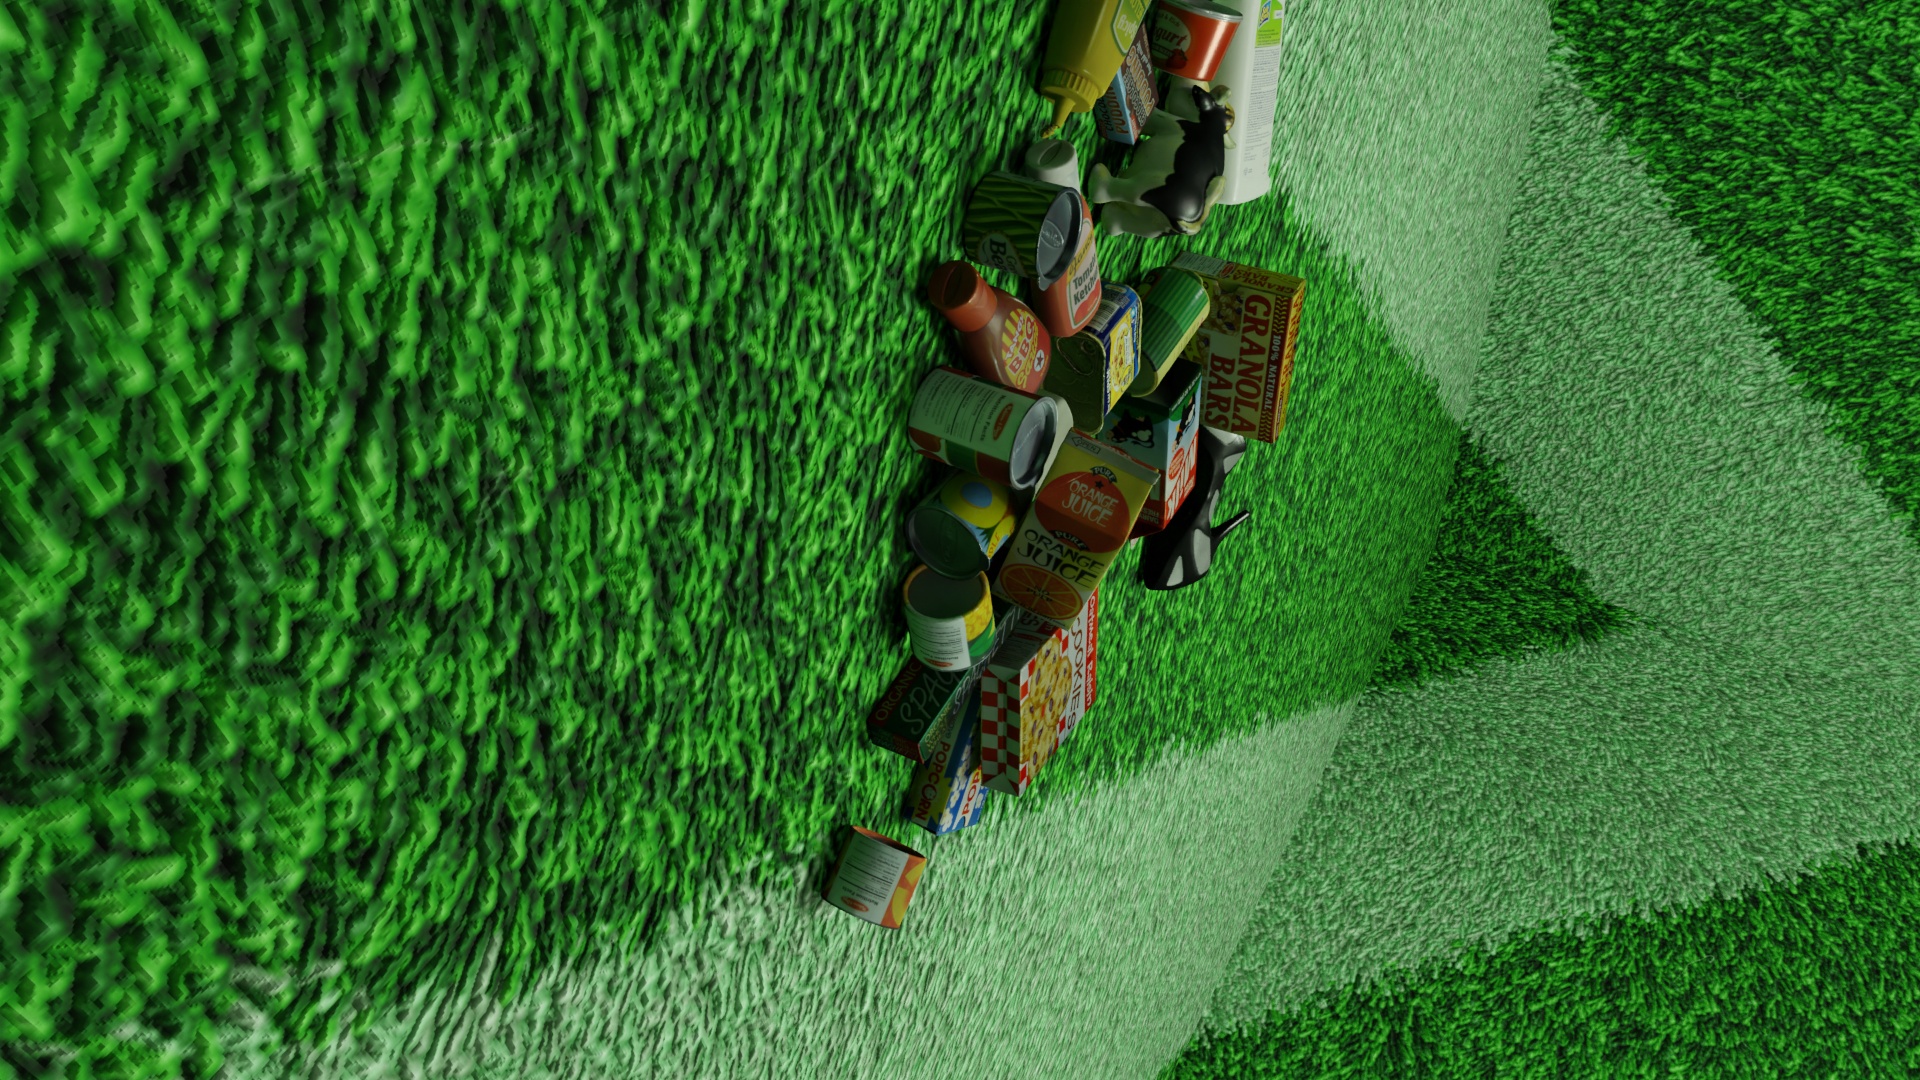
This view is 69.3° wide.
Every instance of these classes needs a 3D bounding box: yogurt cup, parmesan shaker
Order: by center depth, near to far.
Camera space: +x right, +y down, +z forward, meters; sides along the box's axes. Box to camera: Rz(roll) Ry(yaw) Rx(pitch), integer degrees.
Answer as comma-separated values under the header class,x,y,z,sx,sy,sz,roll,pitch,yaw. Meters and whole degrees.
class,x,y,z,sx,sy,sz,roll,pitch,yaw
yogurt cup,0.181,-0.394,1.088,0.073,0.072,0.053,-31,144,-54
parmesan shaker,0.166,-0.184,1.210,0.103,0.071,0.071,-53,150,-31

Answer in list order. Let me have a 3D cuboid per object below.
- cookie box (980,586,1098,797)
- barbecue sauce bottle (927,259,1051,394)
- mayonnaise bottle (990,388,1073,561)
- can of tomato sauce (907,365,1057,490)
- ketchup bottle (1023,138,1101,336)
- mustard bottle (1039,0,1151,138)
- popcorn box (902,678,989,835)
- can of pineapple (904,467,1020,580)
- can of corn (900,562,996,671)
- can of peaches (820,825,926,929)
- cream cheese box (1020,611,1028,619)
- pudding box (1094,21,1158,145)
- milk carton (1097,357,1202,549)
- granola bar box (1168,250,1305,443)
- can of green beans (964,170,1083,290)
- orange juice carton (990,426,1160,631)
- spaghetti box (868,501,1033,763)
class,x,y,z,sx,sy,sz,roll,pitch,yaw
cookie box,0.069,0.120,1.188,0.168,0.040,0.122,-41,136,-53
barbecue sauce bottle,0.020,-0.147,0.966,0.148,0.044,0.065,36,71,-64
mayonnaise bottle,0.038,-0.046,1.085,0.148,0.041,0.064,-59,159,-20
can of tomato sauce,0.016,-0.078,0.962,0.071,0.083,0.070,-45,146,-42
ketchup bottle,0.073,-0.222,1.018,0.065,0.043,0.148,-56,152,-29
mustard bottle,0.091,-0.347,0.954,0.065,0.049,0.160,27,84,-64
popcorn box,0.002,0.182,1.186,0.085,0.038,0.126,12,97,-66
can of pineapple,0.004,-0.013,1.004,0.058,0.071,0.070,-48,148,-39
can of corn,-0.008,0.052,1.034,0.071,0.071,0.058,-52,150,-33
can of peaches,-0.066,0.259,1.071,0.058,0.071,0.071,-67,155,-7
cream cheese box,0.061,0.048,1.221,0.053,0.024,0.103,-57,153,-28
pudding box,0.121,-0.344,1.041,0.050,0.030,0.083,-60,154,-17
milk carton,0.175,-0.080,1.301,0.073,0.073,0.189,-51,150,-36
granola bar box,0.255,-0.183,1.326,0.039,0.124,0.164,-48,148,-41
can of green beans,0.043,-0.214,0.946,0.071,0.058,0.071,-45,146,-43
orange juice carton,0.087,-0.015,1.029,0.073,0.072,0.191,-62,177,-31
spaghetti box,0.013,0.067,1.106,0.251,0.050,0.028,-54,150,-30
